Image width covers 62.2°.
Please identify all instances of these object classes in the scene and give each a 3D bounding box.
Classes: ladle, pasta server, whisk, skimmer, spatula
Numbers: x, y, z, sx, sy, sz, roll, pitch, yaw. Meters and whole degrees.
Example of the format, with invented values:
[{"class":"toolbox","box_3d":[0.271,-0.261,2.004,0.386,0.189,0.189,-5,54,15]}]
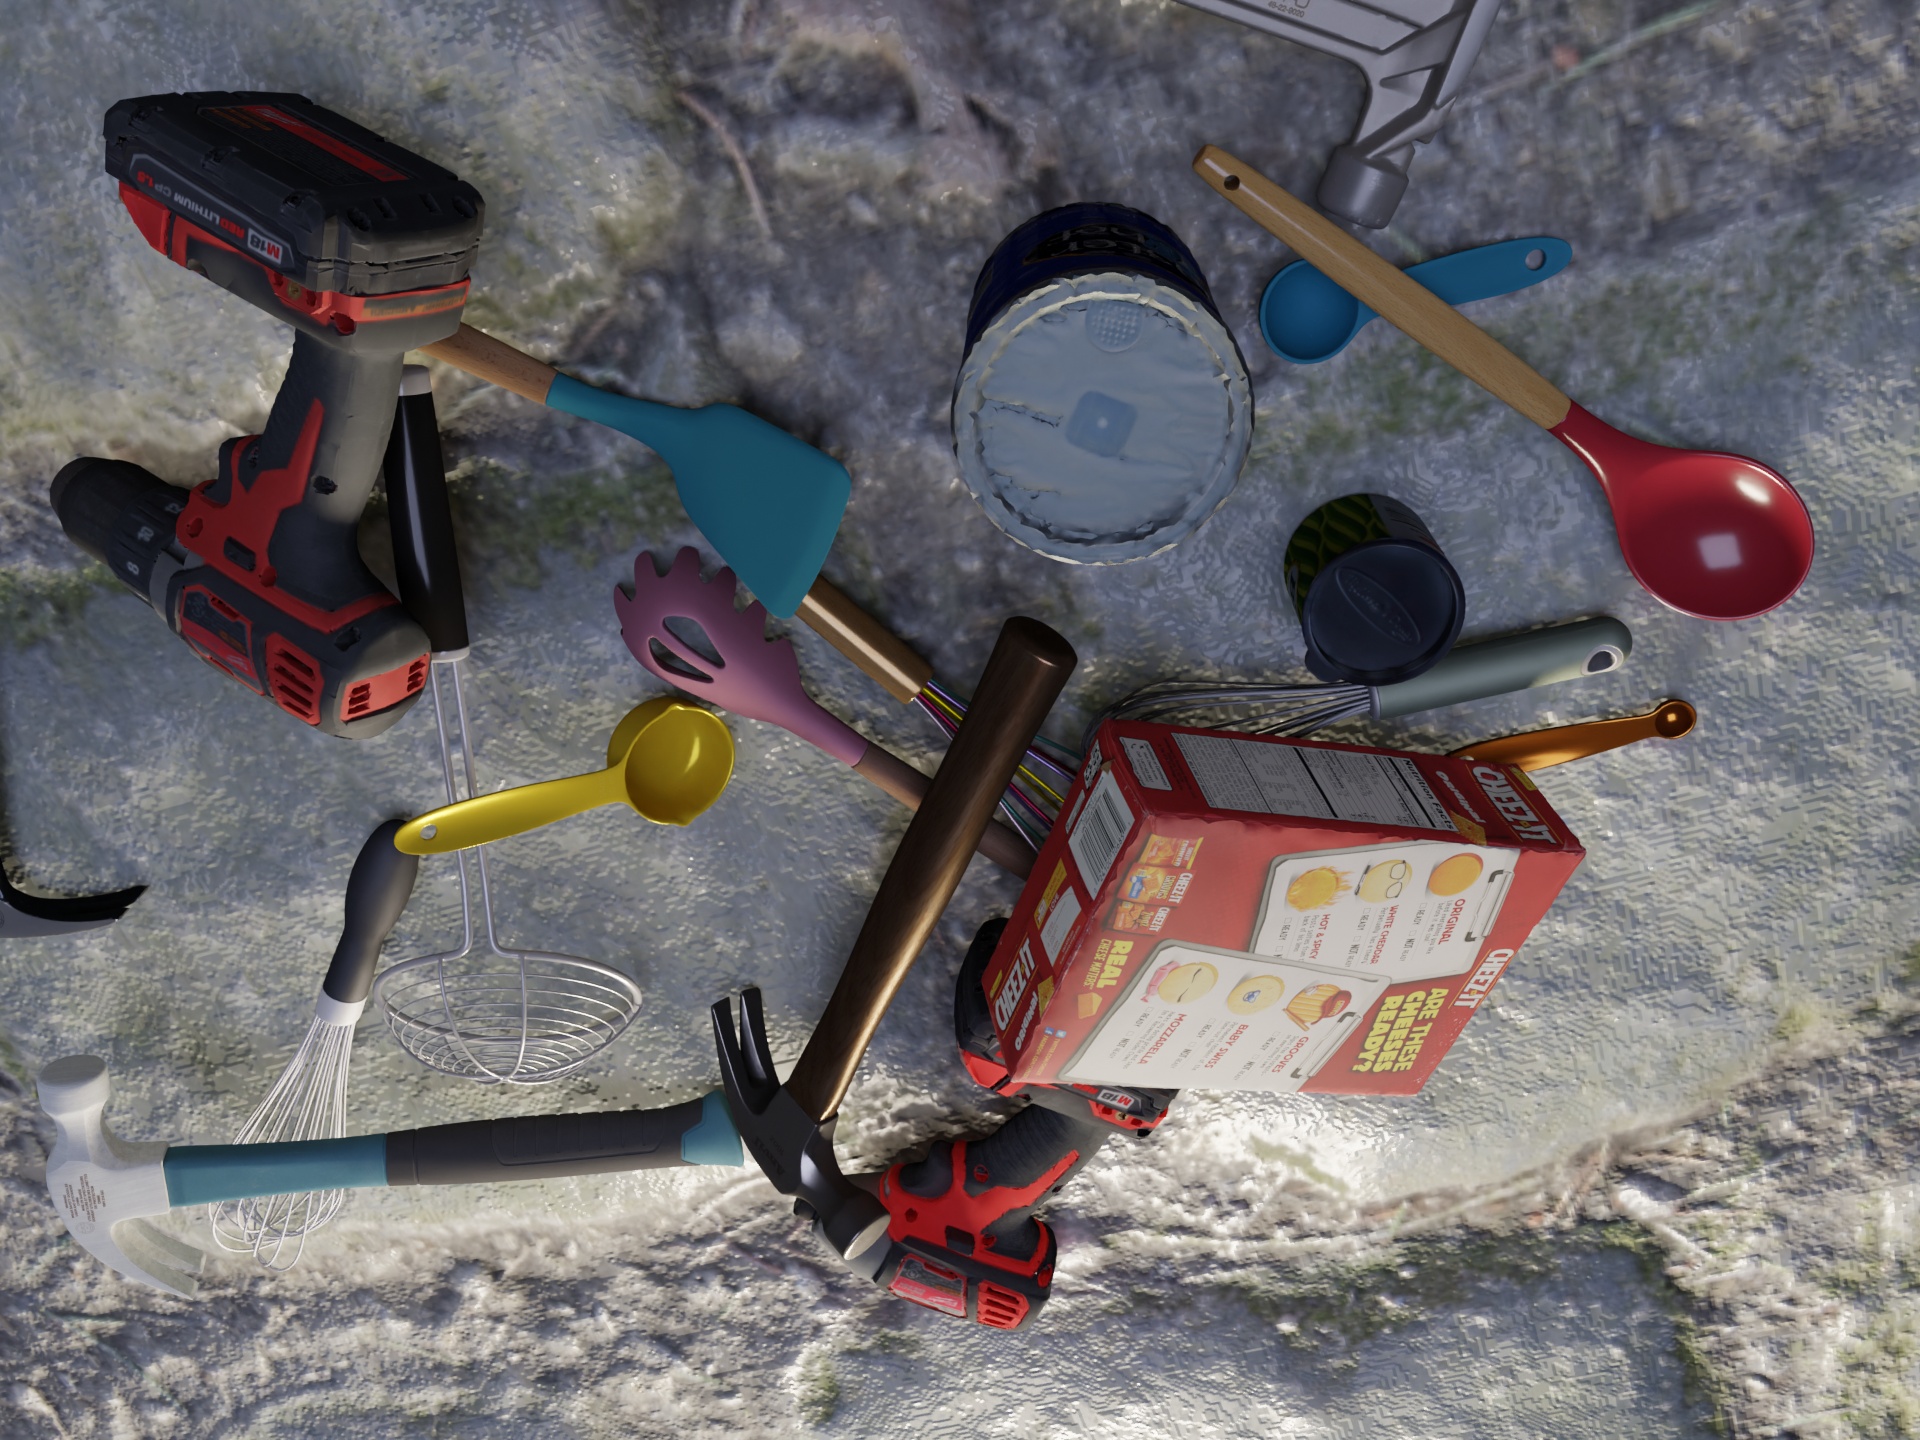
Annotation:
[{"class":"ladle","box_3d":[0.219,-0.135,0.636,0.315,0.031,0.069,30,119,-17]},{"class":"pasta server","box_3d":[-0.025,0.026,0.745,0.316,0.040,0.060,34,114,-18]},{"class":"whisk","box_3d":[0.000,-0.003,0.720,0.245,0.047,0.051,40,113,-12]},{"class":"whisk","box_3d":[0.174,-0.011,0.706,0.246,0.059,0.057,-12,136,3]},{"class":"whisk","box_3d":[-0.327,0.169,0.818,0.070,0.070,0.284,22,110,-8]},{"class":"skimmer","box_3d":[-0.224,0.017,0.732,0.127,0.090,0.363,-2,111,-2]},{"class":"spatula","box_3d":[-0.196,-0.145,0.656,0.317,0.044,0.082,24,128,-8]}]

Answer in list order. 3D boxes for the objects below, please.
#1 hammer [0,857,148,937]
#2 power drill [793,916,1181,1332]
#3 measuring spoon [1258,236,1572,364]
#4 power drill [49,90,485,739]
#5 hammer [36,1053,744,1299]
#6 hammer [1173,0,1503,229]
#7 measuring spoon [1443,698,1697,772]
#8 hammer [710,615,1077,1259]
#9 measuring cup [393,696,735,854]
[{"class":"hammer","box_3d":[-0.451,-0.071,0.711,0.149,0.036,0.408,10,117,-4]},{"class":"power drill","box_3d":[0.011,0.215,0.812,0.143,0.079,0.219,23,118,-8]},{"class":"measuring spoon","box_3d":[0.181,-0.176,0.641,0.128,0.021,0.042,-13,115,-1]},{"class":"power drill","box_3d":[-0.281,-0.122,0.619,0.188,0.080,0.226,30,122,17]},{"class":"hammer","box_3d":[-0.275,0.219,0.803,0.331,0.033,0.128,-1,111,-14]},{"class":"hammer","box_3d":[0.020,-0.303,0.568,0.359,0.037,0.149,17,119,-6]},{"class":"measuring spoon","box_3d":[0.276,0.009,0.731,0.117,0.011,0.021,-13,117,13]},{"class":"hammer","box_3d":[-0.031,0.094,0.727,0.130,0.031,0.331,41,122,26]},{"class":"measuring cup","box_3d":[-0.176,0.028,0.707,0.156,0.029,0.062,-16,118,-30]}]
